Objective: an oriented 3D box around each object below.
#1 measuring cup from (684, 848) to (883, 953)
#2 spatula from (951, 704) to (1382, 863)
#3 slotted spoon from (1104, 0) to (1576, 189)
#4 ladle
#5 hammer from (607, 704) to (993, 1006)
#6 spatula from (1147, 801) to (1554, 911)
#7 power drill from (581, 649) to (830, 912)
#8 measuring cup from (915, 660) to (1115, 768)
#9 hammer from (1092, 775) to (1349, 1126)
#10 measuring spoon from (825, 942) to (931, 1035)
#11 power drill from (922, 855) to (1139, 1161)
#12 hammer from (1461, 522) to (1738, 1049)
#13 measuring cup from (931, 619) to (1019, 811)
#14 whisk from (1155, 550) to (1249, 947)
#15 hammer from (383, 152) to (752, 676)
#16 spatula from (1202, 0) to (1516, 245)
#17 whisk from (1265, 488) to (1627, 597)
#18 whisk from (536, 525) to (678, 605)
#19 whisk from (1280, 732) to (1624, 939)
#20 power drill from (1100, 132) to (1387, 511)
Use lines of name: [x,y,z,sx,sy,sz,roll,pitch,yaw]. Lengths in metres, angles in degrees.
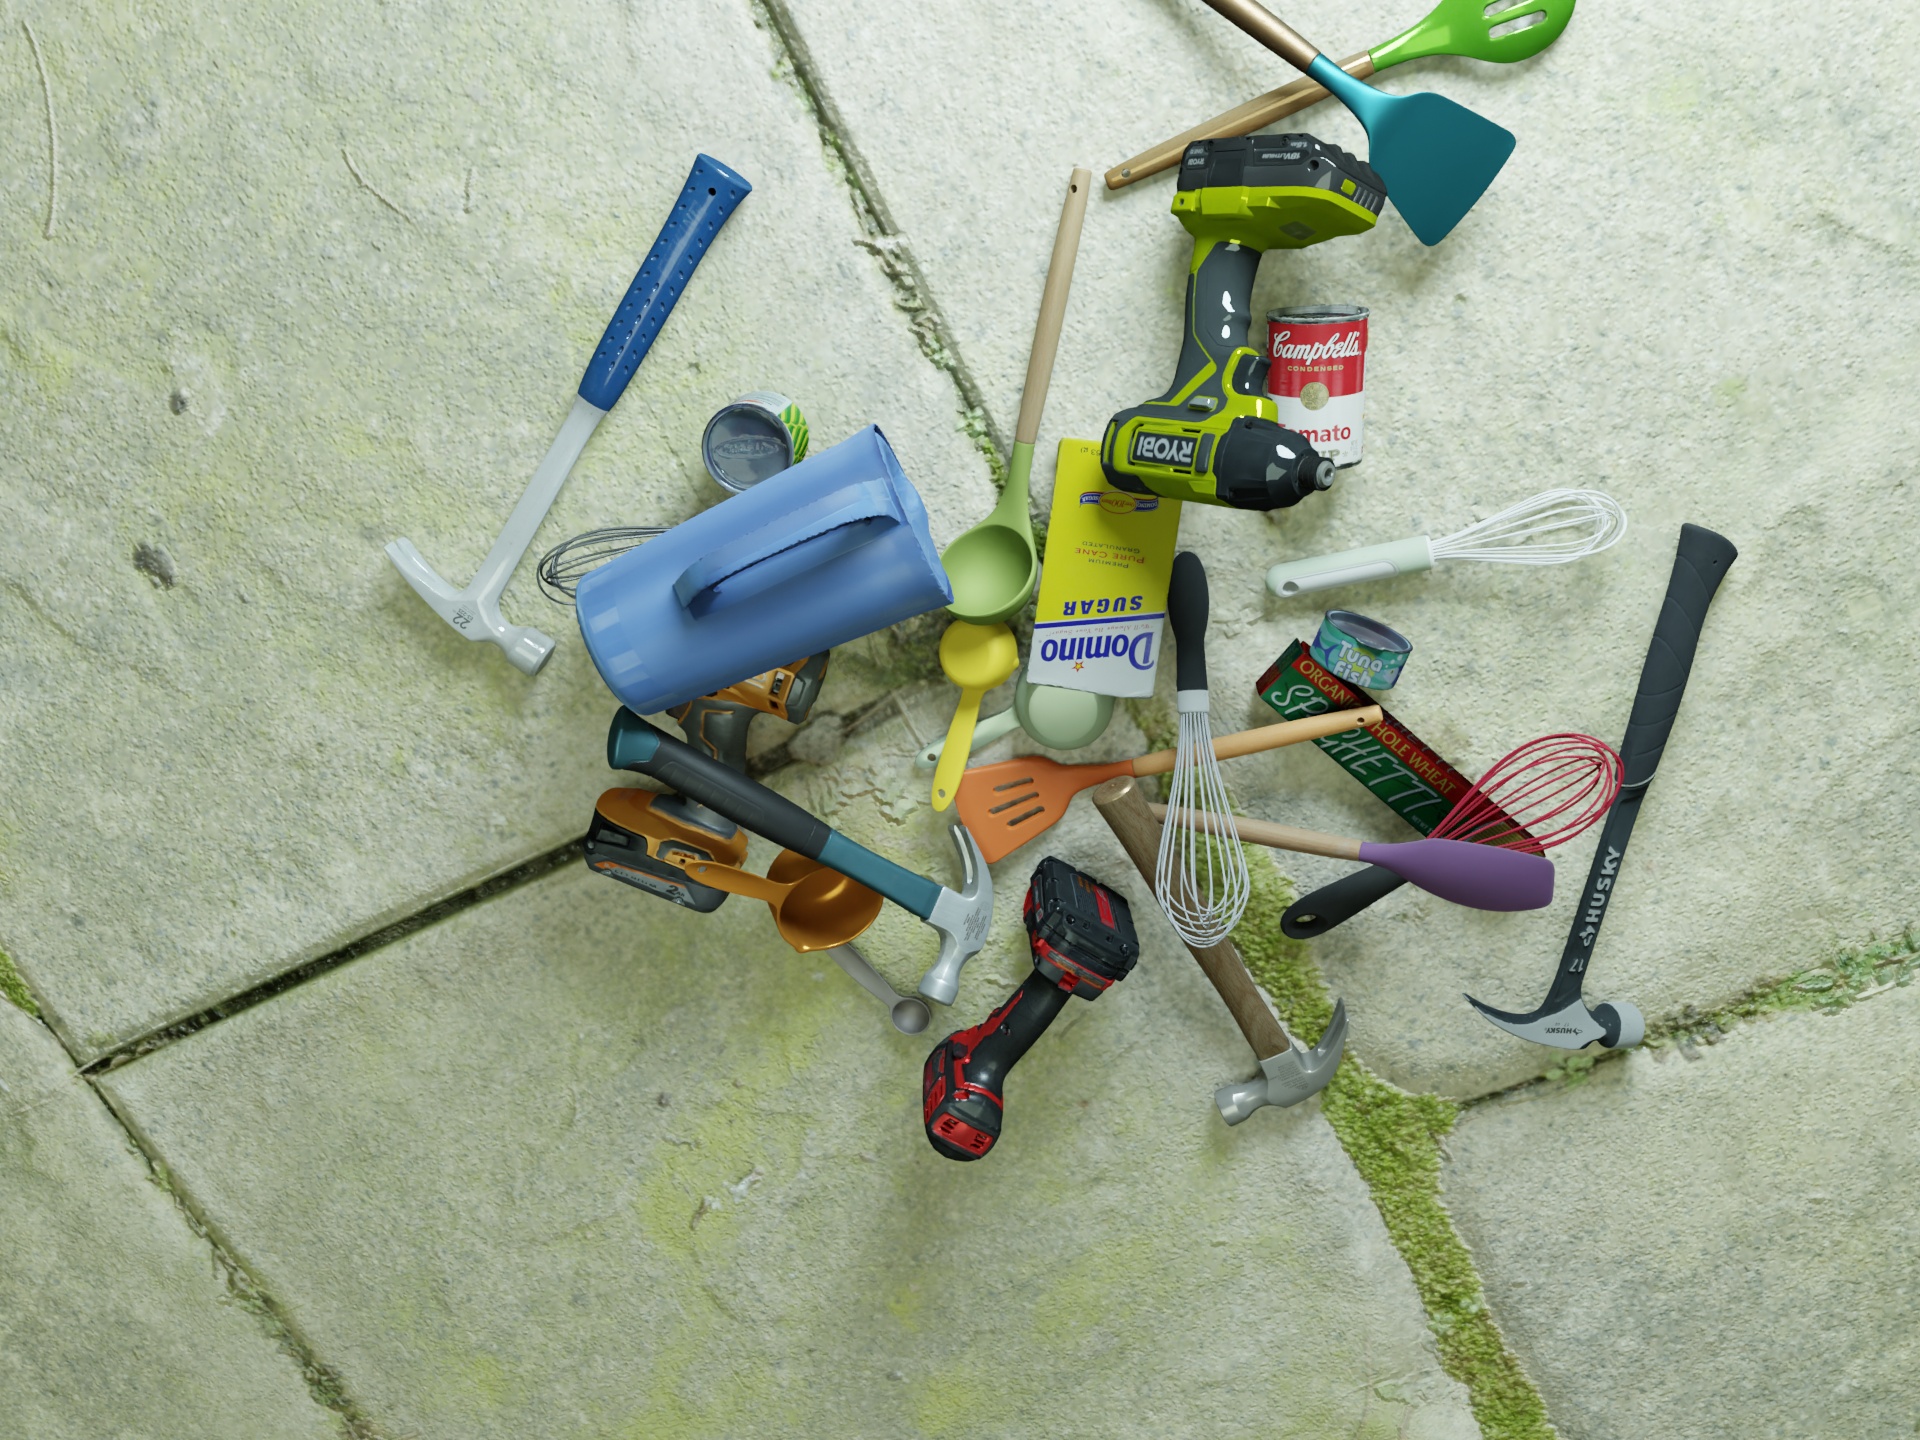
measuring cup: [-0.141,0.119,1.222,0.173,0.052,0.095,21,113,-35]
spatula: [0.152,0.035,1.185,0.322,0.041,0.081,-14,108,21]
slotted spoon: [0.241,-0.412,1.027,0.314,0.031,0.070,-20,102,15]
ladle: [0.044,-0.220,1.108,0.078,0.062,0.320,23,111,29]
hammer: [-0.115,0.086,1.174,0.330,0.033,0.128,31,75,-21]
spatula: [0.267,0.093,1.160,0.316,0.018,0.059,10,129,26]
power drill: [-0.220,0.013,1.216,0.185,0.084,0.226,22,107,-1]
measuring cup: [0.038,0.004,1.201,0.167,0.038,0.083,-25,106,13]
hammer: [0.196,0.175,1.230,0.130,0.031,0.331,-27,114,13]
measuring spoon: [-0.072,0.210,1.309,0.124,0.018,0.034,44,110,-3]
power drill: [0.044,0.223,1.236,0.078,0.143,0.219,31,105,-10]
hammer: [0.480,0.057,1.157,0.149,0.036,0.408,4,109,-16]
measuring cup: [-0.002,-0.004,1.187,0.062,0.029,0.156,21,103,26]
whisk: [0.167,0.019,1.138,0.070,0.070,0.285,-3,85,8]
hammer: [-0.277,-0.226,1.154,0.144,0.035,0.405,34,111,-6]
spatula: [0.202,-0.428,1.007,0.317,0.044,0.082,39,111,5]
whisk: [0.338,-0.119,1.117,0.246,0.059,0.057,-10,137,15]
whisk: [-0.191,-0.132,1.157,0.239,0.055,0.055,-16,109,-3]
whisk: [0.348,0.095,1.158,0.073,0.073,0.296,45,128,-10]
power drill: [0.184,-0.246,1.008,0.080,0.171,0.223,7,98,-42]
